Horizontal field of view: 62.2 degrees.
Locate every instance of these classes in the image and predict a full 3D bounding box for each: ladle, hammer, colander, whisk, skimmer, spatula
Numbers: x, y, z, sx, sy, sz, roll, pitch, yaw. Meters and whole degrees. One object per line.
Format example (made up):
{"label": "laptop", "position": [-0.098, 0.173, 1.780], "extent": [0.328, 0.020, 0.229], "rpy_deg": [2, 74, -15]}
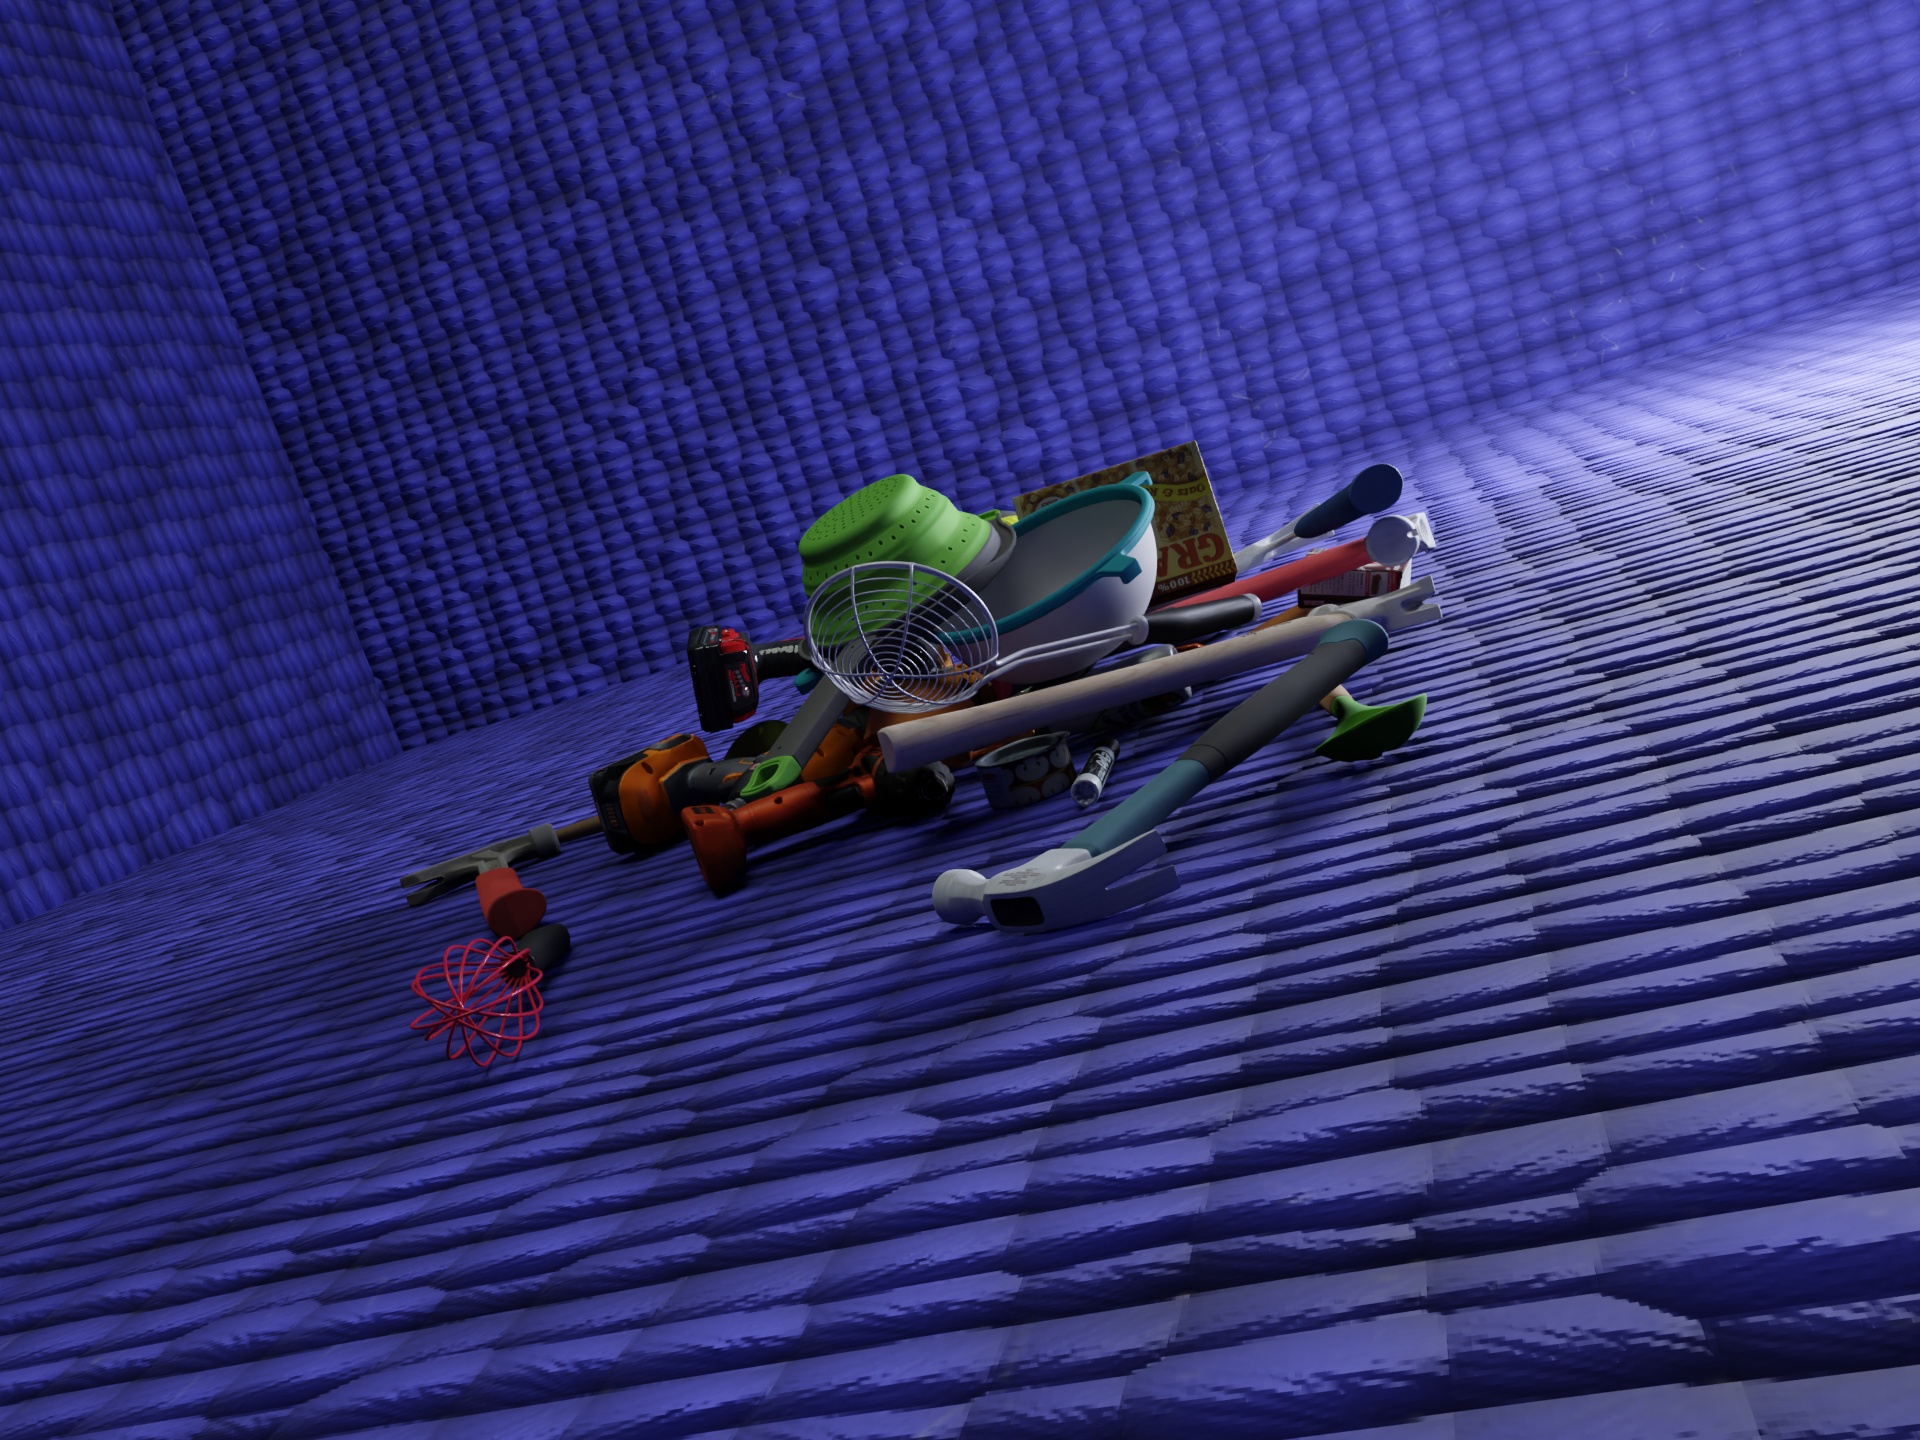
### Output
{"label": "ladle", "position": [-0.285, 0.068, 1.524], "extent": [0.320, 0.062, 0.078], "rpy_deg": [-17, -23, 30]}
{"label": "hammer", "position": [-0.406, 0.145, 1.366], "extent": [0.149, 0.036, 0.359], "rpy_deg": [-21, 9, -16]}
{"label": "hammer", "position": [0.200, -0.092, 1.323], "extent": [0.386, 0.038, 0.143], "rpy_deg": [-19, 0, 25]}
{"label": "hammer", "position": [0.137, 0.023, 0.897], "extent": [0.331, 0.033, 0.128], "rpy_deg": [-34, 17, -35]}
{"label": "colander", "position": [-0.092, -0.088, 1.236], "extent": [0.204, 0.094, 0.397], "rpy_deg": [-19, 26, 34]}
{"label": "hammer", "position": [0.300, -0.168, 1.365], "extent": [0.144, 0.035, 0.405], "rpy_deg": [-27, 0, -3]}
{"label": "hammer", "position": [0.140, -0.032, 1.117], "extent": [0.410, 0.038, 0.146], "rpy_deg": [-16, -1, -20]}
{"label": "whisk", "position": [-0.276, 0.156, 0.981], "extent": [0.073, 0.073, 0.296], "rpy_deg": [-19, 2, -4]}
{"label": "skimmer", "position": [0.064, -0.076, 1.117], "extent": [0.363, 0.090, 0.127], "rpy_deg": [-13, -33, -36]}
{"label": "spatula", "position": [0.256, -0.082, 1.371], "extent": [0.081, 0.041, 0.322], "rpy_deg": [-17, 7, 44]}

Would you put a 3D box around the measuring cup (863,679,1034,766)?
{"label": "measuring cup", "position": [-0.002, -0.004, 1.240], "extent": [0.095, 0.052, 0.174], "rpy_deg": [22, -20, -38]}

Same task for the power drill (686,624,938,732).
{"label": "power drill", "position": [-0.128, -0.053, 1.420], "extent": [0.219, 0.078, 0.143], "rpy_deg": [-10, 15, -6]}

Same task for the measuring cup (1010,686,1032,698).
{"label": "measuring cup", "position": [0.067, -0.047, 1.545], "extent": [0.083, 0.038, 0.167], "rpy_deg": [-23, 8, -26]}

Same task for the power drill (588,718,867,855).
{"label": "power drill", "position": [-0.205, 0.059, 1.343], "extent": [0.226, 0.084, 0.164], "rpy_deg": [-8, 13, 34]}

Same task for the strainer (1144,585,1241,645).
{"label": "strainer", "position": [0.187, -0.108, 1.550], "extent": [0.069, 0.151, 0.256], "rpy_deg": [-49, -4, -12]}

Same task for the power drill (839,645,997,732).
{"label": "power drill", "position": [-0.068, -0.015, 1.521], "extent": [0.185, 0.084, 0.226], "rpy_deg": [-22, 14, -10]}

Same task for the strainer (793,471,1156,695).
{"label": "strainer", "position": [0.024, -0.068, 1.294], "extent": [0.340, 0.095, 0.211], "rpy_deg": [-25, 23, 22]}

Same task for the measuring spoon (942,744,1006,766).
{"label": "measuring spoon", "position": [-0.011, 0.032, 1.319], "extent": [0.117, 0.011, 0.021], "rpy_deg": [-18, 9, 2]}

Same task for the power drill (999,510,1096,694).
{"label": "power drill", "position": [0.069, -0.110, 1.498], "extent": [0.171, 0.080, 0.223], "rpy_deg": [-62, 30, 2]}

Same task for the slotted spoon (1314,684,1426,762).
{"label": "slotted spoon", "position": [0.244, -0.013, 1.024], "extent": [0.070, 0.031, 0.314], "rpy_deg": [-27, 6, 8]}
